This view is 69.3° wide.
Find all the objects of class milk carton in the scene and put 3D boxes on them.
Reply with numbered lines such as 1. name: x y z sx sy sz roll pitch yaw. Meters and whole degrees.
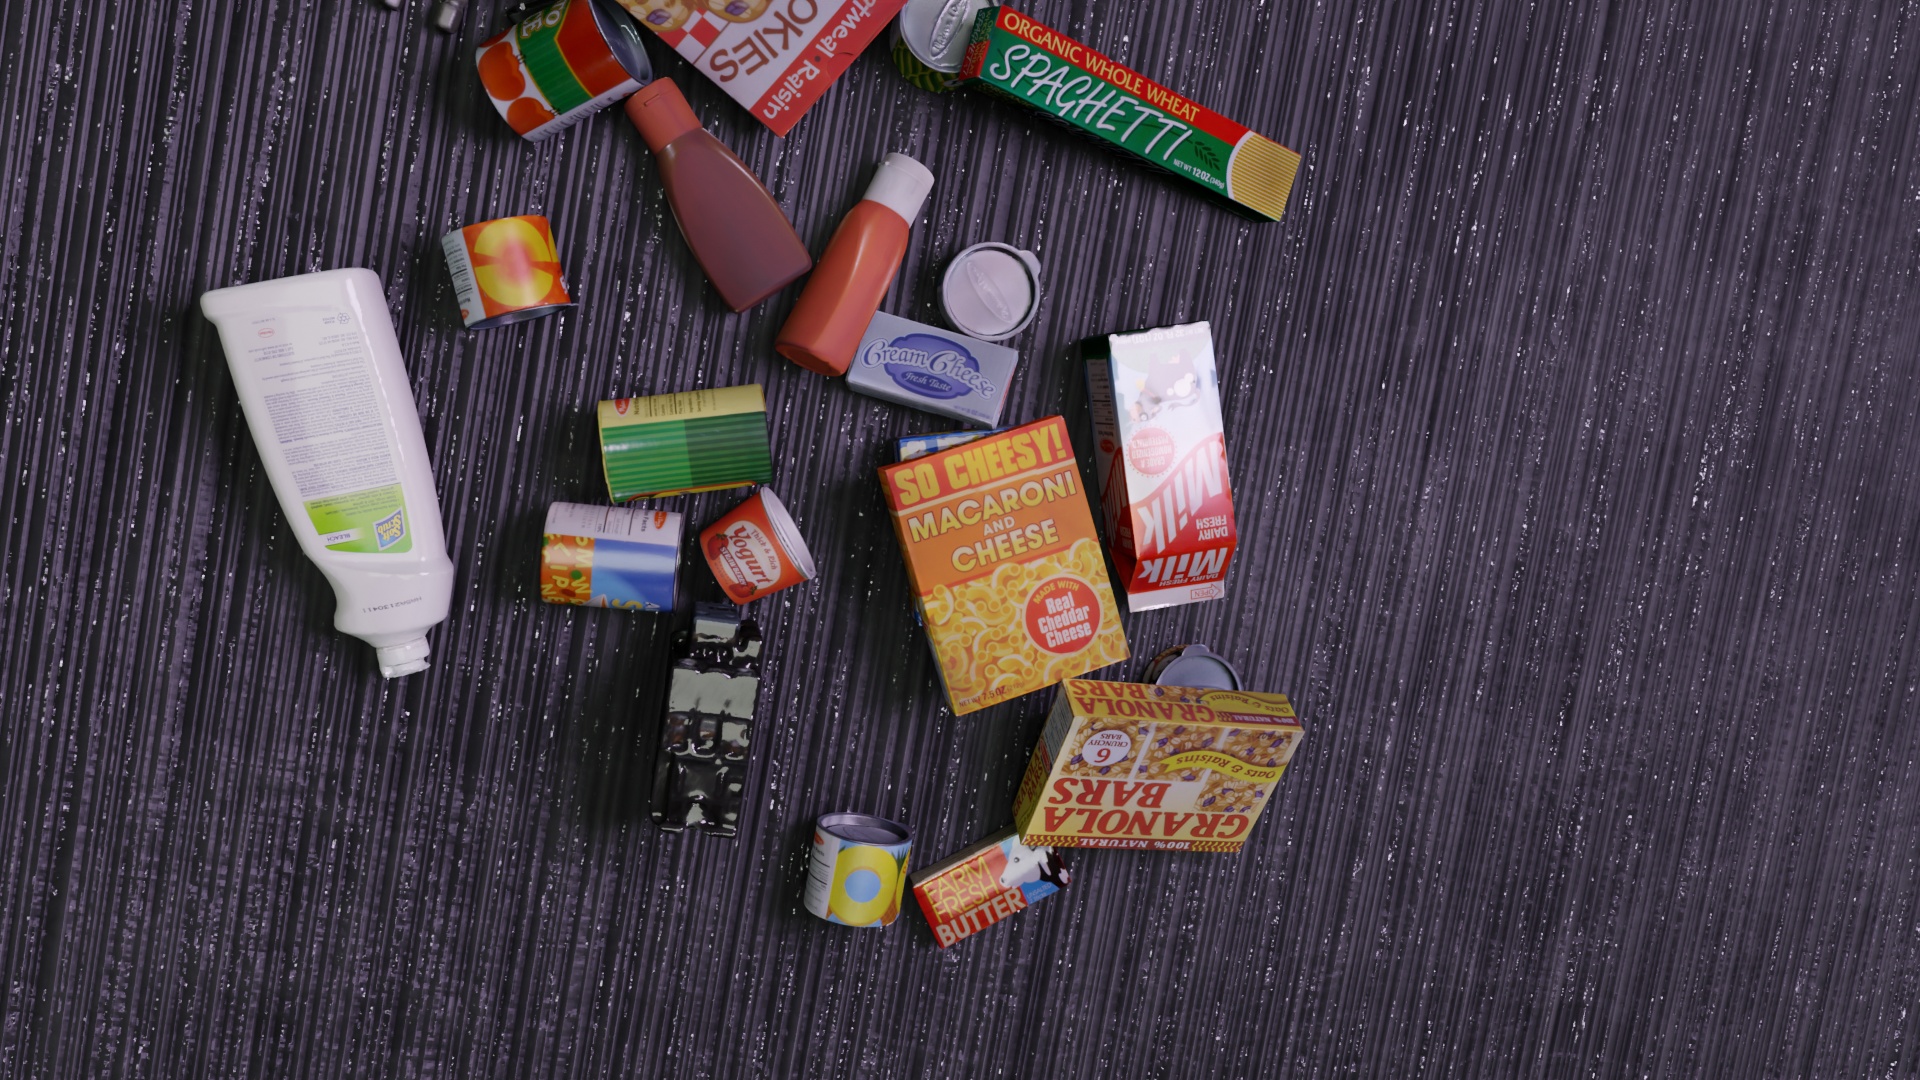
1. milk carton: 0.136 -0.049 0.942 0.072 0.073 0.190 -9 97 -9

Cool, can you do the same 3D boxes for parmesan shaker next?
1. parmesan shaker: -0.175 -0.061 0.889 0.103 0.071 0.071 -7 96 -9

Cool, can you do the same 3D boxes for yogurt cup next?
1. yogurt cup: -0.134 0.006 0.907 0.054 0.072 0.072 -28 99 2

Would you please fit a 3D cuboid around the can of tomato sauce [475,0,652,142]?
1. can of tomato sauce: -0.243 -0.293 0.849 0.083 0.071 0.071 -23 99 13

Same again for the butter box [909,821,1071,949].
1. butter box: 0.020 0.238 0.972 0.103 0.024 0.053 -26 98 -7

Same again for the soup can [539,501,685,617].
1. soup can: -0.222 0.014 0.891 0.084 0.071 0.071 5 94 -9

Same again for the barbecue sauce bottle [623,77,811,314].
1. barbecue sauce bottle: -0.160 -0.223 0.892 0.065 0.044 0.148 -33 99 -3

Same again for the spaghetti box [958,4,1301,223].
1. spaghetti box: 0.116 -0.275 0.910 0.250 0.029 0.050 17 92 -27

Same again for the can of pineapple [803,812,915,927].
1. can of pineapple: -0.067 0.221 0.935 0.071 0.071 0.058 9 94 -10

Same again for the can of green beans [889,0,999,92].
1. can of green beans: -0.011 -0.330 0.901 0.071 0.058 0.071 -1 95 -10

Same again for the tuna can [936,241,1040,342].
1. tuna can: 0.020 -0.168 0.933 0.071 0.033 0.071 -1 95 -10

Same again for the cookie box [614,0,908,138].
1. cookie box: -0.133 -0.344 0.837 0.122 0.040 0.167 -42 123 19

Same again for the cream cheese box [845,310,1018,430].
1. cream cheese box: -0.019 -0.112 0.917 0.104 0.024 0.053 17 78 5

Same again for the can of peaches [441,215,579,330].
1. can of peaches: -0.280 -0.167 0.866 0.071 0.071 0.058 -15 97 -8

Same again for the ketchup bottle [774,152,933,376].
1. ketchup bottle: -0.066 -0.181 0.905 0.043 0.065 0.149 32 81 -33

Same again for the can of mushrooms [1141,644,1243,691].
1. can of mushrooms: 0.163 0.106 0.981 0.071 0.033 0.071 -1 95 -9

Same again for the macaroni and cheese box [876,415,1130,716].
1. macaroni and cheese box: 0.028 0.015 0.906 0.124 0.040 0.166 -18 98 -9

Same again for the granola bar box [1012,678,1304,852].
1. granola bar box: 0.131 0.155 0.940 0.166 0.039 0.123 6 125 -17

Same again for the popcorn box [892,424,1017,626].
1. popcorn box: 0.003 -0.012 0.941 0.085 0.038 0.126 -7 96 -10
